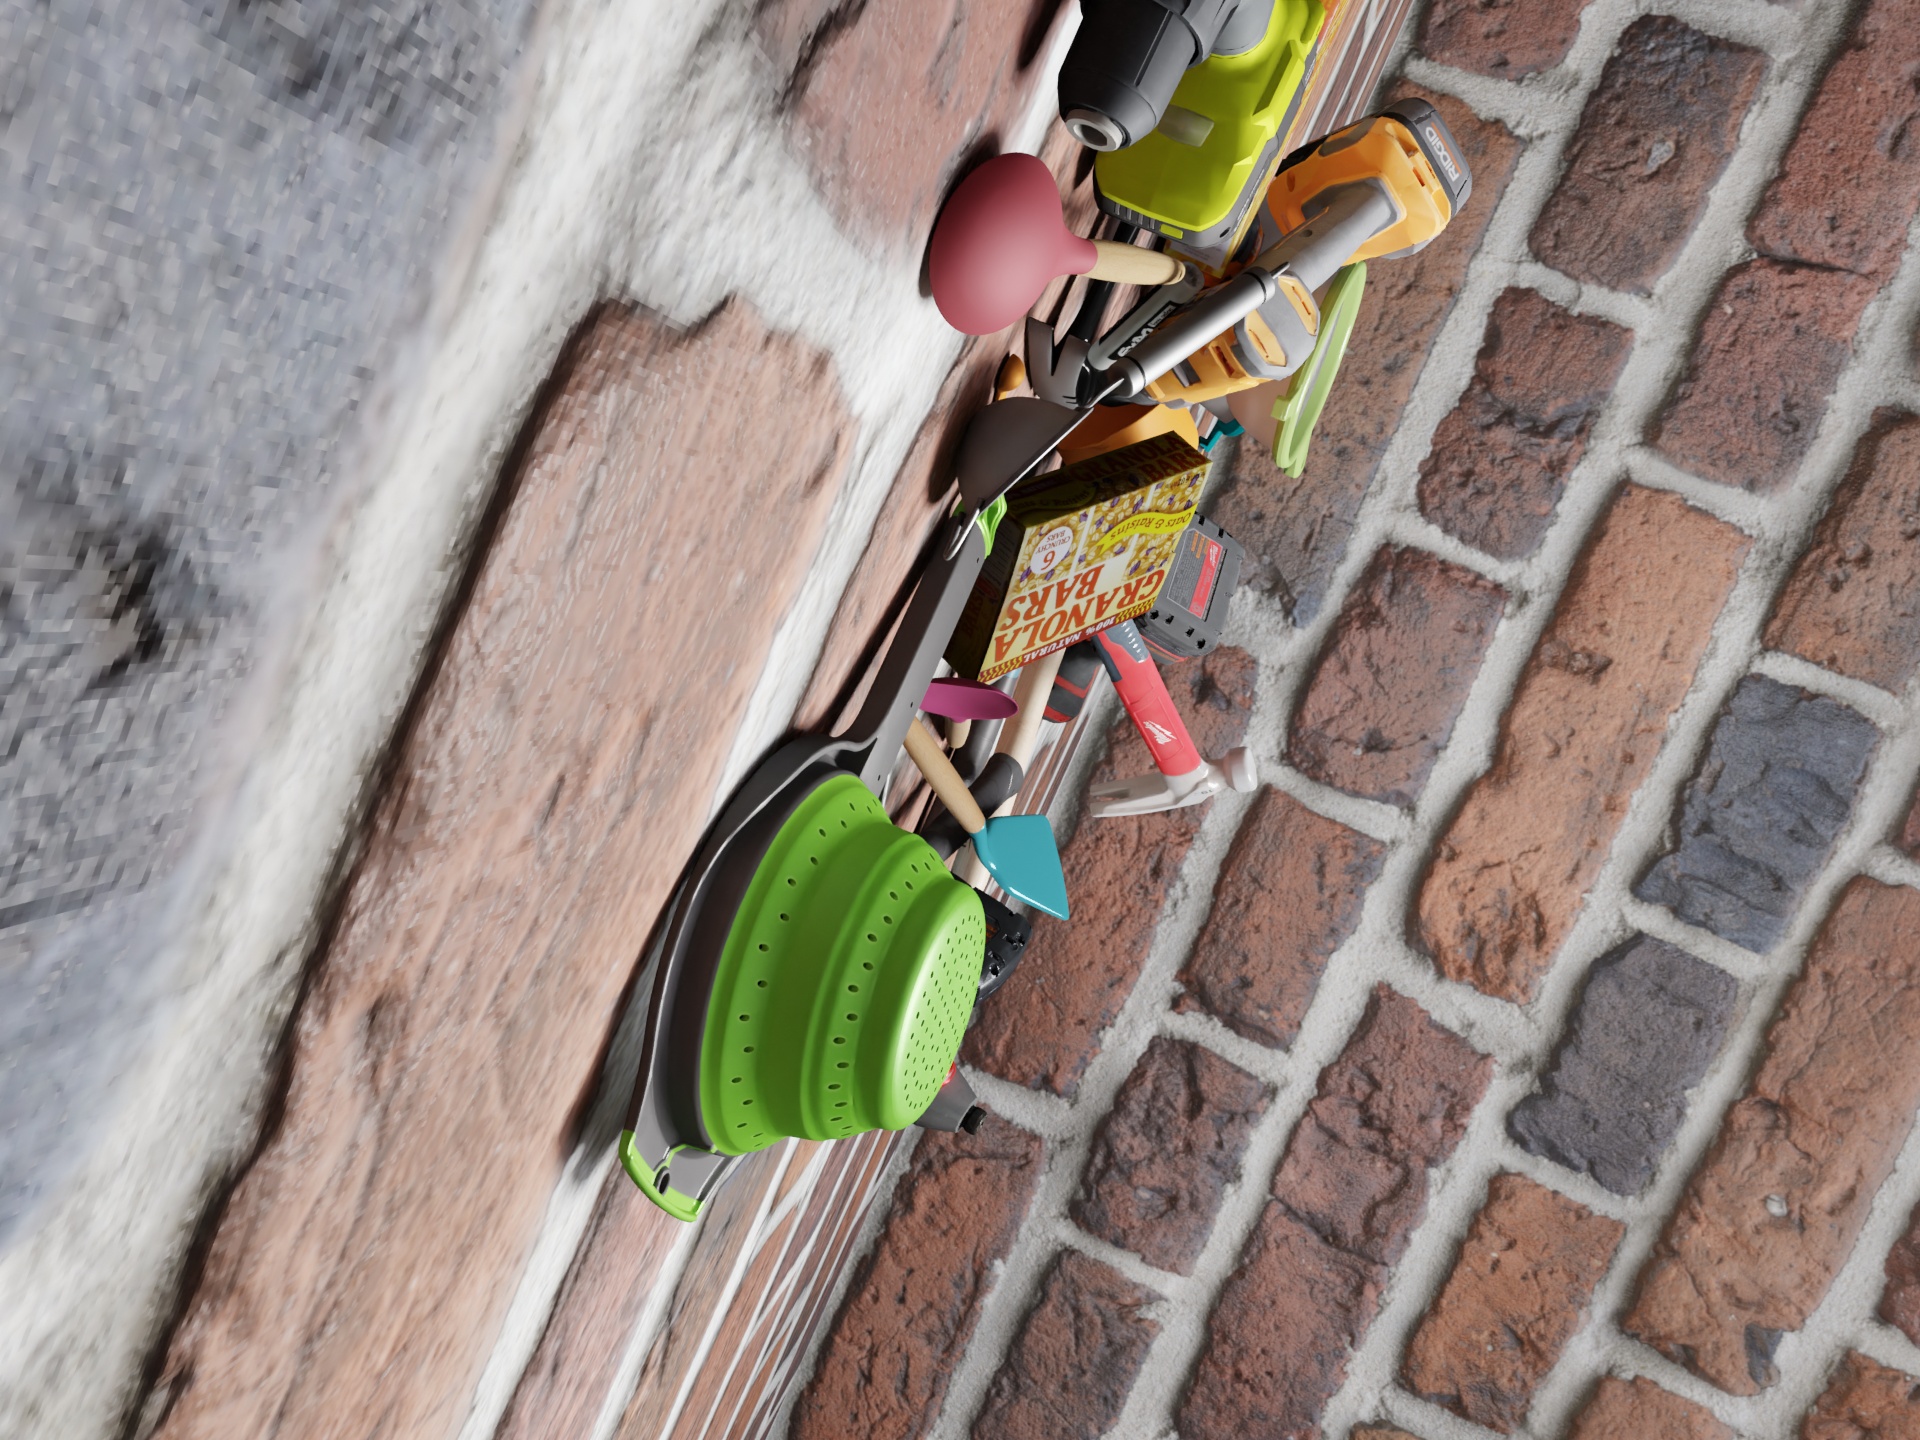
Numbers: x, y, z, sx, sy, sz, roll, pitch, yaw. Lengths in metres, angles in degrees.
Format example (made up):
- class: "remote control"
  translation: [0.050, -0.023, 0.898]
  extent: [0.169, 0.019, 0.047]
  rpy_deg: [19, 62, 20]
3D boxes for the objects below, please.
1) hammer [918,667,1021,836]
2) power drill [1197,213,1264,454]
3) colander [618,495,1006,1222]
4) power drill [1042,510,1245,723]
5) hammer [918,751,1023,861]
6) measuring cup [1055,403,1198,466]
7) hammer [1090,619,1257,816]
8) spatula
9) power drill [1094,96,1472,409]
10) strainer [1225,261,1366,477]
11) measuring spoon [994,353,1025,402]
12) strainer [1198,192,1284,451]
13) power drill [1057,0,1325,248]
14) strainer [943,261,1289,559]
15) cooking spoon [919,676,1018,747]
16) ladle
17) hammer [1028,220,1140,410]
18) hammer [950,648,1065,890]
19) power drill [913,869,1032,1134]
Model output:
- class: "hammer"
  translation: [0.030, -0.025, 1.225]
  extent: [0.331, 0.033, 0.128]
  rpy_deg: [-67, 172, 12]
- class: "power drill"
  translation: [0.152, -0.268, 1.131]
  extent: [0.164, 0.084, 0.226]
  rpy_deg: [-40, 149, -73]
- class: "colander"
  translation: [-0.020, 0.048, 0.740]
  extent: [0.204, 0.094, 0.397]
  rpy_deg: [76, 33, -58]
- class: "power drill"
  translation: [0.142, -0.107, 1.367]
  extent: [0.226, 0.080, 0.188]
  rpy_deg: [-29, -144, 57]
- class: "hammer"
  translation: [-0.031, 0.101, 1.078]
  extent: [0.335, 0.035, 0.146]
  rpy_deg: [-41, 155, -60]
- class: "measuring cup"
  translation: [0.148, -0.192, 1.025]
  extent: [0.052, 0.173, 0.095]
  rpy_deg: [59, 30, -23]
- class: "hammer"
  translation: [0.113, -0.039, 1.206]
  extent: [0.385, 0.143, 0.038]
  rpy_deg: [55, 28, -50]
- class: "spatula"
  translation: [0.012, 0.052, 1.019]
  extent: [0.317, 0.044, 0.082]
  rpy_deg: [57, 20, -62]
- class: "power drill"
  translation: [0.185, -0.273, 0.982]
  extent: [0.226, 0.084, 0.185]
  rpy_deg: [-46, -159, -21]
- class: "strainer"
  translation: [0.234, -0.246, 1.171]
  extent: [0.256, 0.069, 0.151]
  rpy_deg: [65, 49, -74]
- class: "measuring spoon"
  translation: [0.020, -0.146, 0.831]
  extent: [0.116, 0.011, 0.021]
  rpy_deg: [104, 13, -57]
- class: "strainer"
  translation: [0.237, -0.357, 1.232]
  extent: [0.340, 0.095, 0.211]
  rpy_deg: [134, -22, -76]
- class: "power drill"
  translation: [0.099, -0.293, 0.670]
  extent: [0.190, 0.080, 0.228]
  rpy_deg: [-65, 170, -3]
- class: "strainer"
  translation: [0.075, -0.168, 0.790]
  extent: [0.258, 0.050, 0.087]
  rpy_deg: [-37, -175, -22]
- class: "cooking spoon"
  translation: [-0.002, -0.003, 1.023]
  extent: [0.319, 0.069, 0.017]
  rpy_deg: [98, 0, -84]
- class: "ladle"
  translation: [0.059, -0.204, 0.706]
  extent: [0.315, 0.031, 0.069]
  rpy_deg: [-33, 145, -65]
- class: "hammer"
  translation: [0.119, -0.330, 0.855]
  extent: [0.127, 0.034, 0.337]
  rpy_deg: [33, 82, -84]
- class: "hammer"
  translation: [0.048, -0.003, 1.306]
  extent: [0.146, 0.038, 0.411]
  rpy_deg: [-4, -116, 65]
- class: "power drill"
  translation: [-0.026, 0.220, 1.195]
  extent: [0.078, 0.143, 0.219]
  rpy_deg: [-42, 156, -45]
